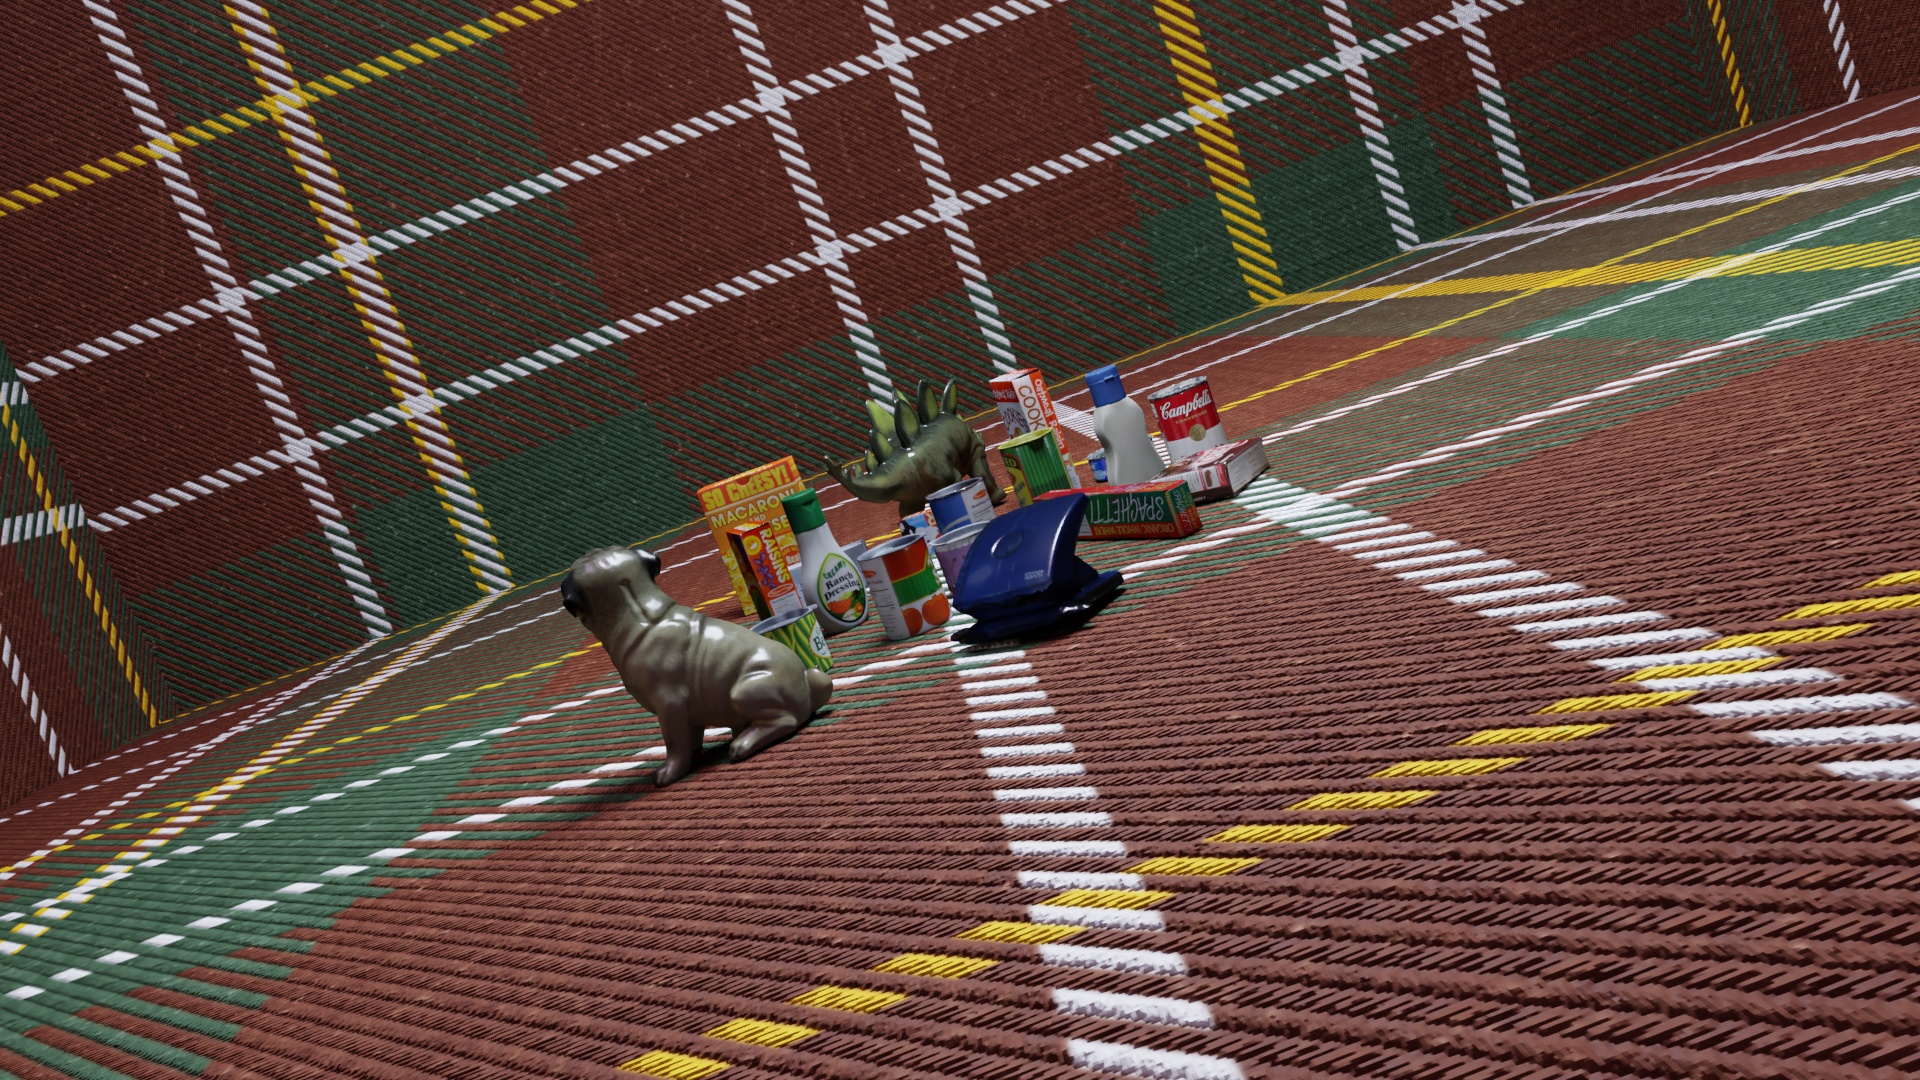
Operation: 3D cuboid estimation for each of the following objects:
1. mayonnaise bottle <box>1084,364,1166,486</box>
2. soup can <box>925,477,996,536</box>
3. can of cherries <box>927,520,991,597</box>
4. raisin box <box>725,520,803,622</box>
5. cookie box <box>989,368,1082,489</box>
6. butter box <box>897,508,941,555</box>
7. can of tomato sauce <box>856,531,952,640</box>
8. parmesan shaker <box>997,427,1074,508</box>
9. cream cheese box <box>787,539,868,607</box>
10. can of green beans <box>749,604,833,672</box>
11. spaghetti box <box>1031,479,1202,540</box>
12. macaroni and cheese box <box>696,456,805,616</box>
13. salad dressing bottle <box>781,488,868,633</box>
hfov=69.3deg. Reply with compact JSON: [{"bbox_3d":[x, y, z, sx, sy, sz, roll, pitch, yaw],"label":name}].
[{"bbox_3d":[0.179,-0.119,1.533,0.065,0.148,0.041,-23,9,-13],"label":"mayonnaise bottle"},{"bbox_3d":[0.005,-0.019,1.533,0.071,0.083,0.071,-20,9,3],"label":"soup can"},{"bbox_3d":[0.009,0.019,1.386,0.071,0.058,0.071,-20,9,3],"label":"can of cherries"},{"bbox_3d":[-0.214,0.041,1.538,0.040,0.123,0.086,-23,9,-17],"label":"raisin box"},{"bbox_3d":[0.093,-0.124,1.685,0.040,0.167,0.123,-22,9,-9],"label":"cookie box"},{"bbox_3d":[-0.018,-0.016,1.659,0.103,0.053,0.024,-19,9,11],"label":"butter box"},{"bbox_3d":[-0.050,0.043,1.303,0.071,0.083,0.071,-20,9,3],"label":"can of tomato sauce"},{"bbox_3d":[0.091,-0.068,1.570,0.071,0.103,0.071,-20,9,3],"label":"parmesan shaker"},{"bbox_3d":[-0.152,0.041,1.617,0.104,0.053,0.024,-20,9,4],"label":"cream cheese box"},{"bbox_3d":[-0.158,0.100,1.284,0.071,0.057,0.071,-20,9,3],"label":"can of green beans"},{"bbox_3d":[0.150,-0.027,1.377,0.029,0.050,0.250,-25,10,-25],"label":"spaghetti box"},{"bbox_3d":[-0.236,-0.005,1.715,0.124,0.166,0.040,-20,9,7],"label":"macaroni and cheese box"},{"bbox_3d":[-0.141,0.021,1.424,0.064,0.147,0.044,-26,10,-32],"label":"salad dressing bottle"}]
